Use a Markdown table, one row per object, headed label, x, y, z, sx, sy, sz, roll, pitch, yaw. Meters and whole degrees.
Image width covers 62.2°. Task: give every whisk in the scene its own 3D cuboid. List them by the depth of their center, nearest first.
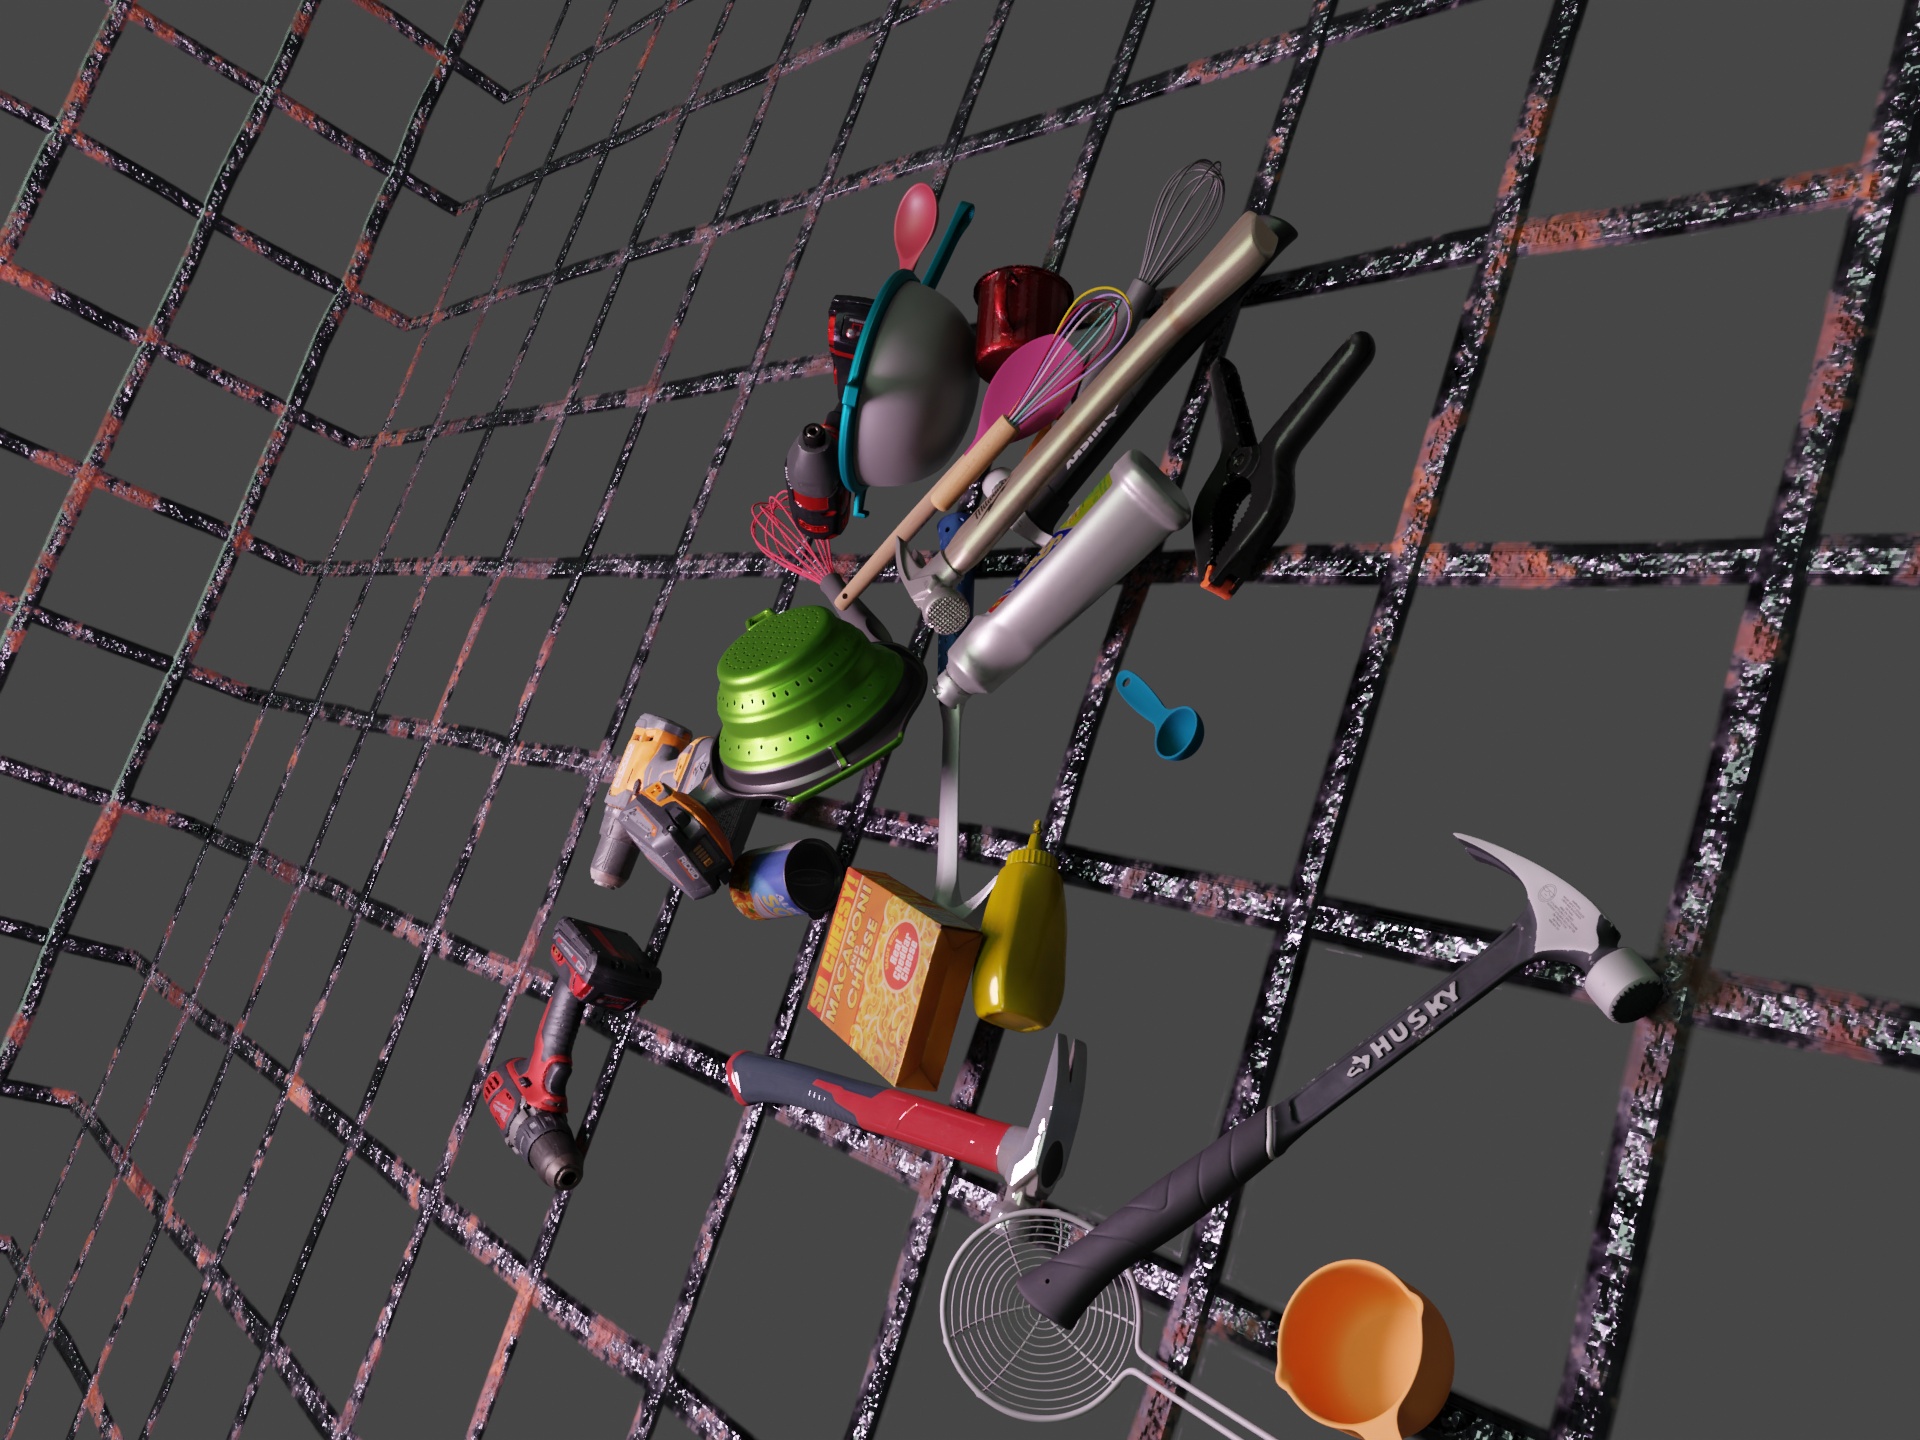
| label | x | y | z | sx | sy | sz | roll | pitch | yaw |
| --- | --- | --- | --- | --- | --- | --- | --- | --- | --- |
| whisk | 0.057 | -0.276 | 1.371 | 0.245 | 0.047 | 0.051 | -46 | 26 | 21 |
| whisk | 0.160 | -0.375 | 1.374 | 0.239 | 0.055 | 0.055 | -61 | 38 | 10 |
| whisk | -0.134 | -0.145 | 1.565 | 0.073 | 0.073 | 0.296 | -52 | 44 | 14 |

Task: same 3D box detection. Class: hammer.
| label | x | y | z | sx | sy | sz | roll | pitch | yaw |
| --- | --- | --- | --- | --- | --- | --- | --- | --- | --- |
| hammer | 0.195 | 0.224 | 0.929 | 0.409 | 0.036 | 0.149 | -40 | 40 | 10 |
| hammer | -0.058 | 0.288 | 1.238 | 0.386 | 0.038 | 0.143 | 1 | 68 | 49 |
| hammer | 0.098 | -0.252 | 1.307 | 0.410 | 0.038 | 0.146 | -46 | 31 | 13 |
| hammer | 0.157 | -0.278 | 1.323 | 0.334 | 0.035 | 0.146 | -49 | 44 | 15 |
| hammer | -0.002 | -0.004 | 1.347 | 0.144 | 0.035 | 0.406 | -25 | 52 | 39 |

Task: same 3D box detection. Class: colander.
| label | x | y | z | sx | sy | sz | roll | pitch | yaw |
| --- | --- | --- | --- | --- | --- | --- | --- | --- | --- |
| colander | -0.161 | -0.061 | 1.417 | 0.204 | 0.094 | 0.397 | -30 | 27 | -5 |

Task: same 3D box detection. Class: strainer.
| label | x | y | z | sx | sy | sz | roll | pitch | yaw |
| --- | --- | --- | --- | --- | --- | --- | --- | --- | --- |
| strainer | -0.015 | -0.358 | 1.509 | 0.095 | 0.210 | 0.340 | 17 | 64 | 8 |

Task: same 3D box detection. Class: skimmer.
| label | x | y | z | sx | sy | sz | roll | pitch | yaw |
| --- | --- | --- | --- | --- | --- | --- | --- | --- | --- |
| skimmer | 0.133 | 0.395 | 0.912 | 0.363 | 0.090 | 0.127 | 12 | 72 | 51 |

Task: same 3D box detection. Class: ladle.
| label | x | y | z | sx | sy | sz | roll | pitch | yaw |
| --- | --- | --- | --- | --- | --- | --- | --- | --- | --- |
| ladle | -0.071 | -0.424 | 1.680 | 0.069 | 0.031 | 0.315 | -5 | 67 | 48 |

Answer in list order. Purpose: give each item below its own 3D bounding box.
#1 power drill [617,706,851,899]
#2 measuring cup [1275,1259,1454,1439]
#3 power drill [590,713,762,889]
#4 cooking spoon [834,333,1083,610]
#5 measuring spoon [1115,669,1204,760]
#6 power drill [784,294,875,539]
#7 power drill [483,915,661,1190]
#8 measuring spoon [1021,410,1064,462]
| label | x | y | z | sx | sy | sz | roll | pitch | yaw |
| --- | --- | --- | --- | --- | --- | --- | --- | --- | --- |
| power drill | -0.180 | 0.054 | 1.422 | 0.226 | 0.084 | 0.164 | -41 | 29 | -17 |
| measuring cup | 0.231 | 0.372 | 0.834 | 0.095 | 0.052 | 0.174 | -38 | 39 | 20 |
| power drill | -0.293 | 0.093 | 1.590 | 0.226 | 0.084 | 0.185 | 9 | 76 | 55 |
| cooking spoon | -0.008 | -0.216 | 1.429 | 0.069 | 0.017 | 0.319 | 46 | 107 | 9 |
| measuring spoon | 0.150 | -0.006 | 1.195 | 0.042 | 0.021 | 0.129 | -55 | 29 | 11 |
| power drill | -0.114 | -0.299 | 1.546 | 0.078 | 0.143 | 0.220 | 14 | 63 | 7 |
| power drill | -0.380 | 0.327 | 1.555 | 0.188 | 0.080 | 0.226 | 31 | 96 | 52 |
| measuring spoon | 0.064 | -0.228 | 1.426 | 0.021 | 0.011 | 0.117 | 27 | 86 | 47 |
